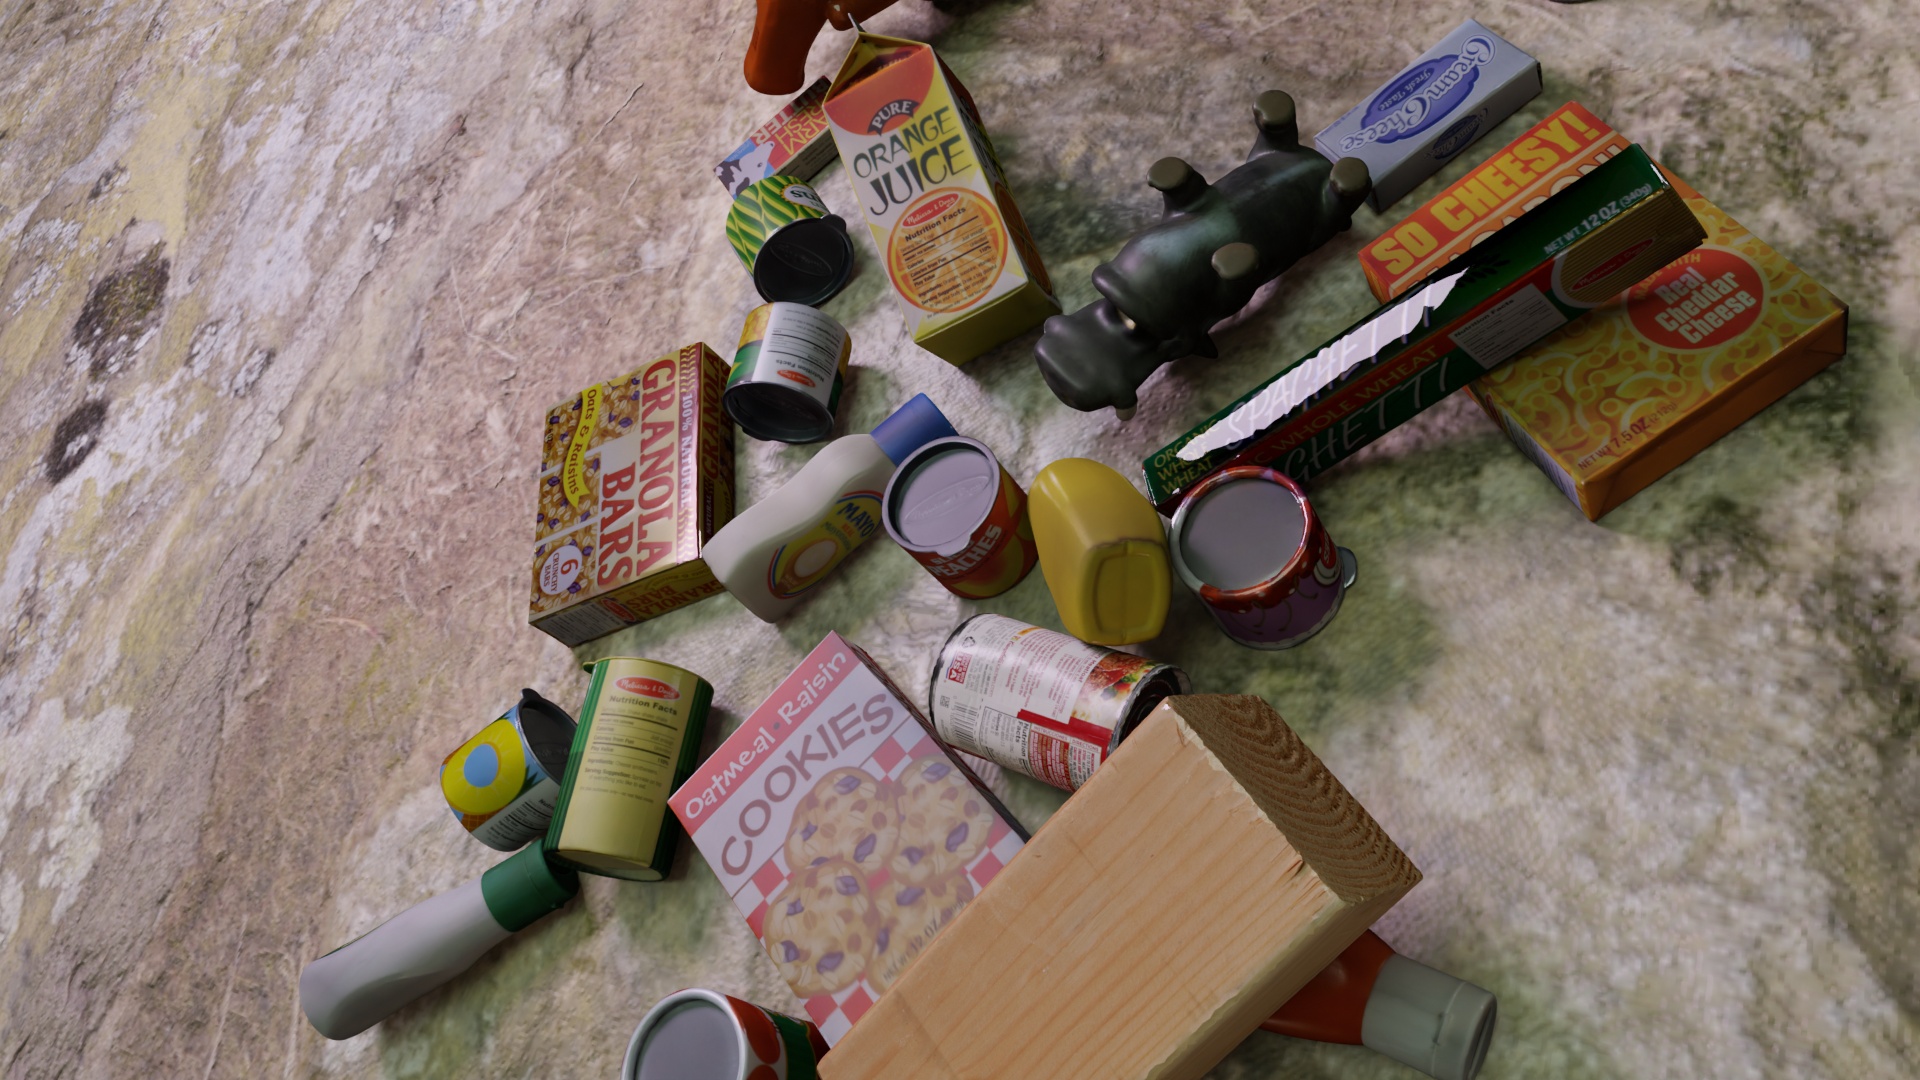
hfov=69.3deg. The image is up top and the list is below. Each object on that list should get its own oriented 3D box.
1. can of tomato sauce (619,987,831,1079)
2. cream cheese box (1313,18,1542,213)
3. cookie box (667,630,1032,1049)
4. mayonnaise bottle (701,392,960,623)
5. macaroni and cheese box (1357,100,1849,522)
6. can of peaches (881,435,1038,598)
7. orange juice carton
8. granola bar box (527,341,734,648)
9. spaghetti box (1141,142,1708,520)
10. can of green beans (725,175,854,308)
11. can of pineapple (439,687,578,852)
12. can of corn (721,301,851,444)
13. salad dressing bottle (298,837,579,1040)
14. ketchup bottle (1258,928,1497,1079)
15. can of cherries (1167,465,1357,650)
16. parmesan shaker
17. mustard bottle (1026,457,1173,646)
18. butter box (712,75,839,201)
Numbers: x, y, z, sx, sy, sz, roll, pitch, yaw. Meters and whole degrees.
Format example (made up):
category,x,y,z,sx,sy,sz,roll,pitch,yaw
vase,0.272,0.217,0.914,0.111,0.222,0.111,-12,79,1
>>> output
category,x,y,z,sx,sy,sz,roll,pitch,yaw
can of tomato sauce,-0.097,0.234,0.605,0.071,0.083,0.071,-14,57,23
cream cheese box,0.241,-0.221,0.720,0.104,0.024,0.053,-37,51,6
cookie box,-0.052,0.140,0.664,0.123,0.040,0.168,-46,51,-2
mayonnaise bottle,-0.066,-0.021,0.756,0.148,0.064,0.041,-40,53,-1
macaroni and cheese box,0.278,-0.106,0.620,0.123,0.040,0.167,-35,51,8
can of peaches,0.003,-0.009,0.710,0.071,0.058,0.071,-14,57,22
orange juice carton,-0.017,-0.203,0.783,0.073,0.072,0.193,-25,78,16
granola bar box,-0.200,-0.031,0.852,0.124,0.039,0.166,-20,55,19
spaghetti box,0.190,-0.077,0.604,0.249,0.050,0.029,-34,52,30
can of green beans,-0.108,-0.188,0.876,0.071,0.071,0.058,-38,50,6
can of pineapple,-0.242,0.127,0.764,0.058,0.071,0.071,-36,51,7
can of corn,-0.102,-0.098,0.820,0.071,0.071,0.058,-4,60,28
salad dressing bottle,-0.276,0.211,0.741,0.148,0.064,0.044,-30,70,1
ketchup bottle,0.129,0.163,0.542,0.149,0.043,0.065,16,81,36
can of cherries,0.135,0.007,0.623,0.071,0.058,0.072,-15,56,23
parmesan shaker,-0.176,0.120,0.728,0.071,0.071,0.103,-5,61,28
mustard bottle,0.060,-0.007,0.659,0.049,0.065,0.161,-3,23,-6
butter box,-0.118,-0.270,0.958,0.103,0.024,0.053,-39,51,4
